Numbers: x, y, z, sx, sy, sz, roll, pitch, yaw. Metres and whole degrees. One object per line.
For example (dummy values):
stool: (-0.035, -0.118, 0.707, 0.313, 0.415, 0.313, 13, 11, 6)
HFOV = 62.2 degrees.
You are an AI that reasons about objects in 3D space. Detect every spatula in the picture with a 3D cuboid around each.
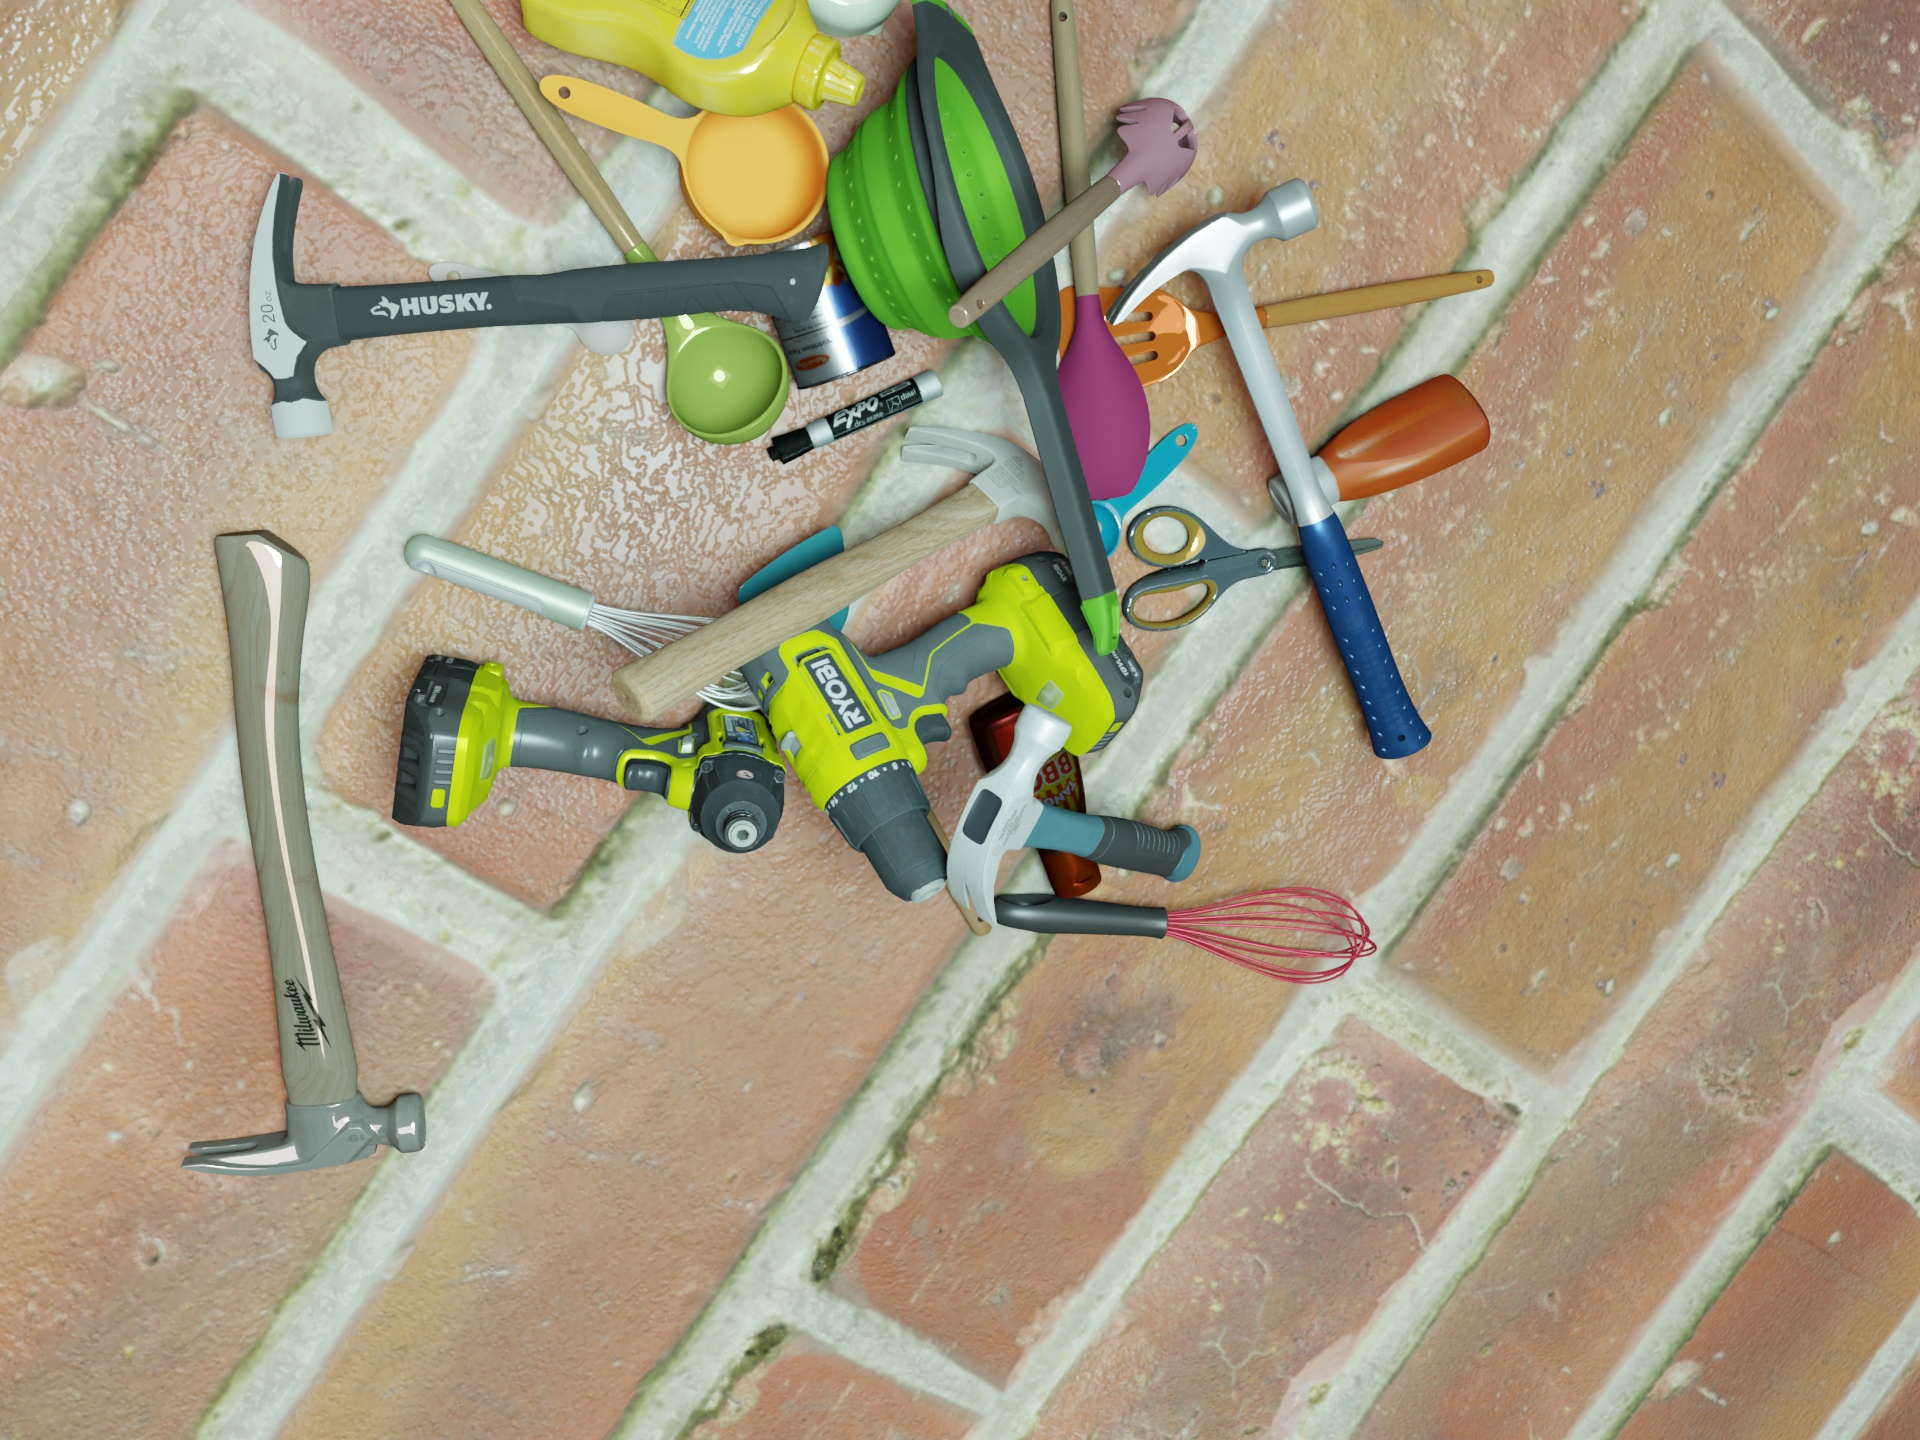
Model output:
spatula: (-0.049, 0.022, 1.075, 0.082, 0.044, 0.317, -36, 112, -20)
spatula: (0.223, -0.280, 1.092, 0.322, 0.041, 0.081, -13, 103, -17)

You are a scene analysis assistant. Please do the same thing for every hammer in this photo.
hammer: (0.088, 0.074, 1.020, 0.128, 0.033, 0.330, -60, 152, 6)
hammer: (-0.068, -0.090, 0.965, 0.331, 0.031, 0.130, -33, 68, -32)
hammer: (-0.429, 0.089, 0.989, 0.146, 0.038, 0.410, -5, 104, -13)
hammer: (0.231, -0.145, 1.077, 0.144, 0.035, 0.405, -24, 114, 8)
hammer: (-0.243, -0.251, 0.924, 0.334, 0.035, 0.146, -5, 103, -1)

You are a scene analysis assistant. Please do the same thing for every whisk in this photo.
whisk: (-0.229, -0.065, 1.005, 0.246, 0.057, 0.059, 20, 62, -15)
whisk: (0.166, 0.149, 1.158, 0.295, 0.073, 0.073, 6, 101, -11)

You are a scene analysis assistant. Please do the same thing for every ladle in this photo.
ladle: (-0.210, -0.305, 0.947, 0.078, 0.062, 0.320, -35, 107, -1)

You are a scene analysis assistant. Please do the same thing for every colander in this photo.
colander: (0.005, -0.223, 0.965, 0.094, 0.204, 0.397, -14, 95, 20)

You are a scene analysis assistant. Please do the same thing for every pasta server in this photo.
pasta server: (0.070, -0.300, 0.935, 0.060, 0.040, 0.316, 58, 46, -19)

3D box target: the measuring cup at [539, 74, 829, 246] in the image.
measuring cup: (-0.165, -0.345, 0.953, 0.173, 0.052, 0.095, 17, 98, -17)

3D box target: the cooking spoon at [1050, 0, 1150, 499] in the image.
cooking spoon: (0.080, -0.304, 1.039, 0.069, 0.017, 0.319, -5, 101, 8)

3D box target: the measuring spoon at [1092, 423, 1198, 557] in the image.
measuring spoon: (0.117, -0.159, 1.096, 0.128, 0.021, 0.042, -46, 105, -11)

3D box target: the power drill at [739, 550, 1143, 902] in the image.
power drill: (-0.002, -0.003, 0.997, 0.228, 0.080, 0.191, -23, 72, -30)

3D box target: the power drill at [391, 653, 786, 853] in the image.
power drill: (-0.219, 0.026, 0.963, 0.223, 0.171, 0.080, 8, 106, -13)

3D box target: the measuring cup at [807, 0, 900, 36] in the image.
measuring cup: (-0.104, -0.431, 0.954, 0.167, 0.038, 0.083, -35, 109, -8)

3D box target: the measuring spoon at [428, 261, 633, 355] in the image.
measuring spoon: (-0.260, -0.253, 0.964, 0.124, 0.018, 0.034, 15, 99, -17)
